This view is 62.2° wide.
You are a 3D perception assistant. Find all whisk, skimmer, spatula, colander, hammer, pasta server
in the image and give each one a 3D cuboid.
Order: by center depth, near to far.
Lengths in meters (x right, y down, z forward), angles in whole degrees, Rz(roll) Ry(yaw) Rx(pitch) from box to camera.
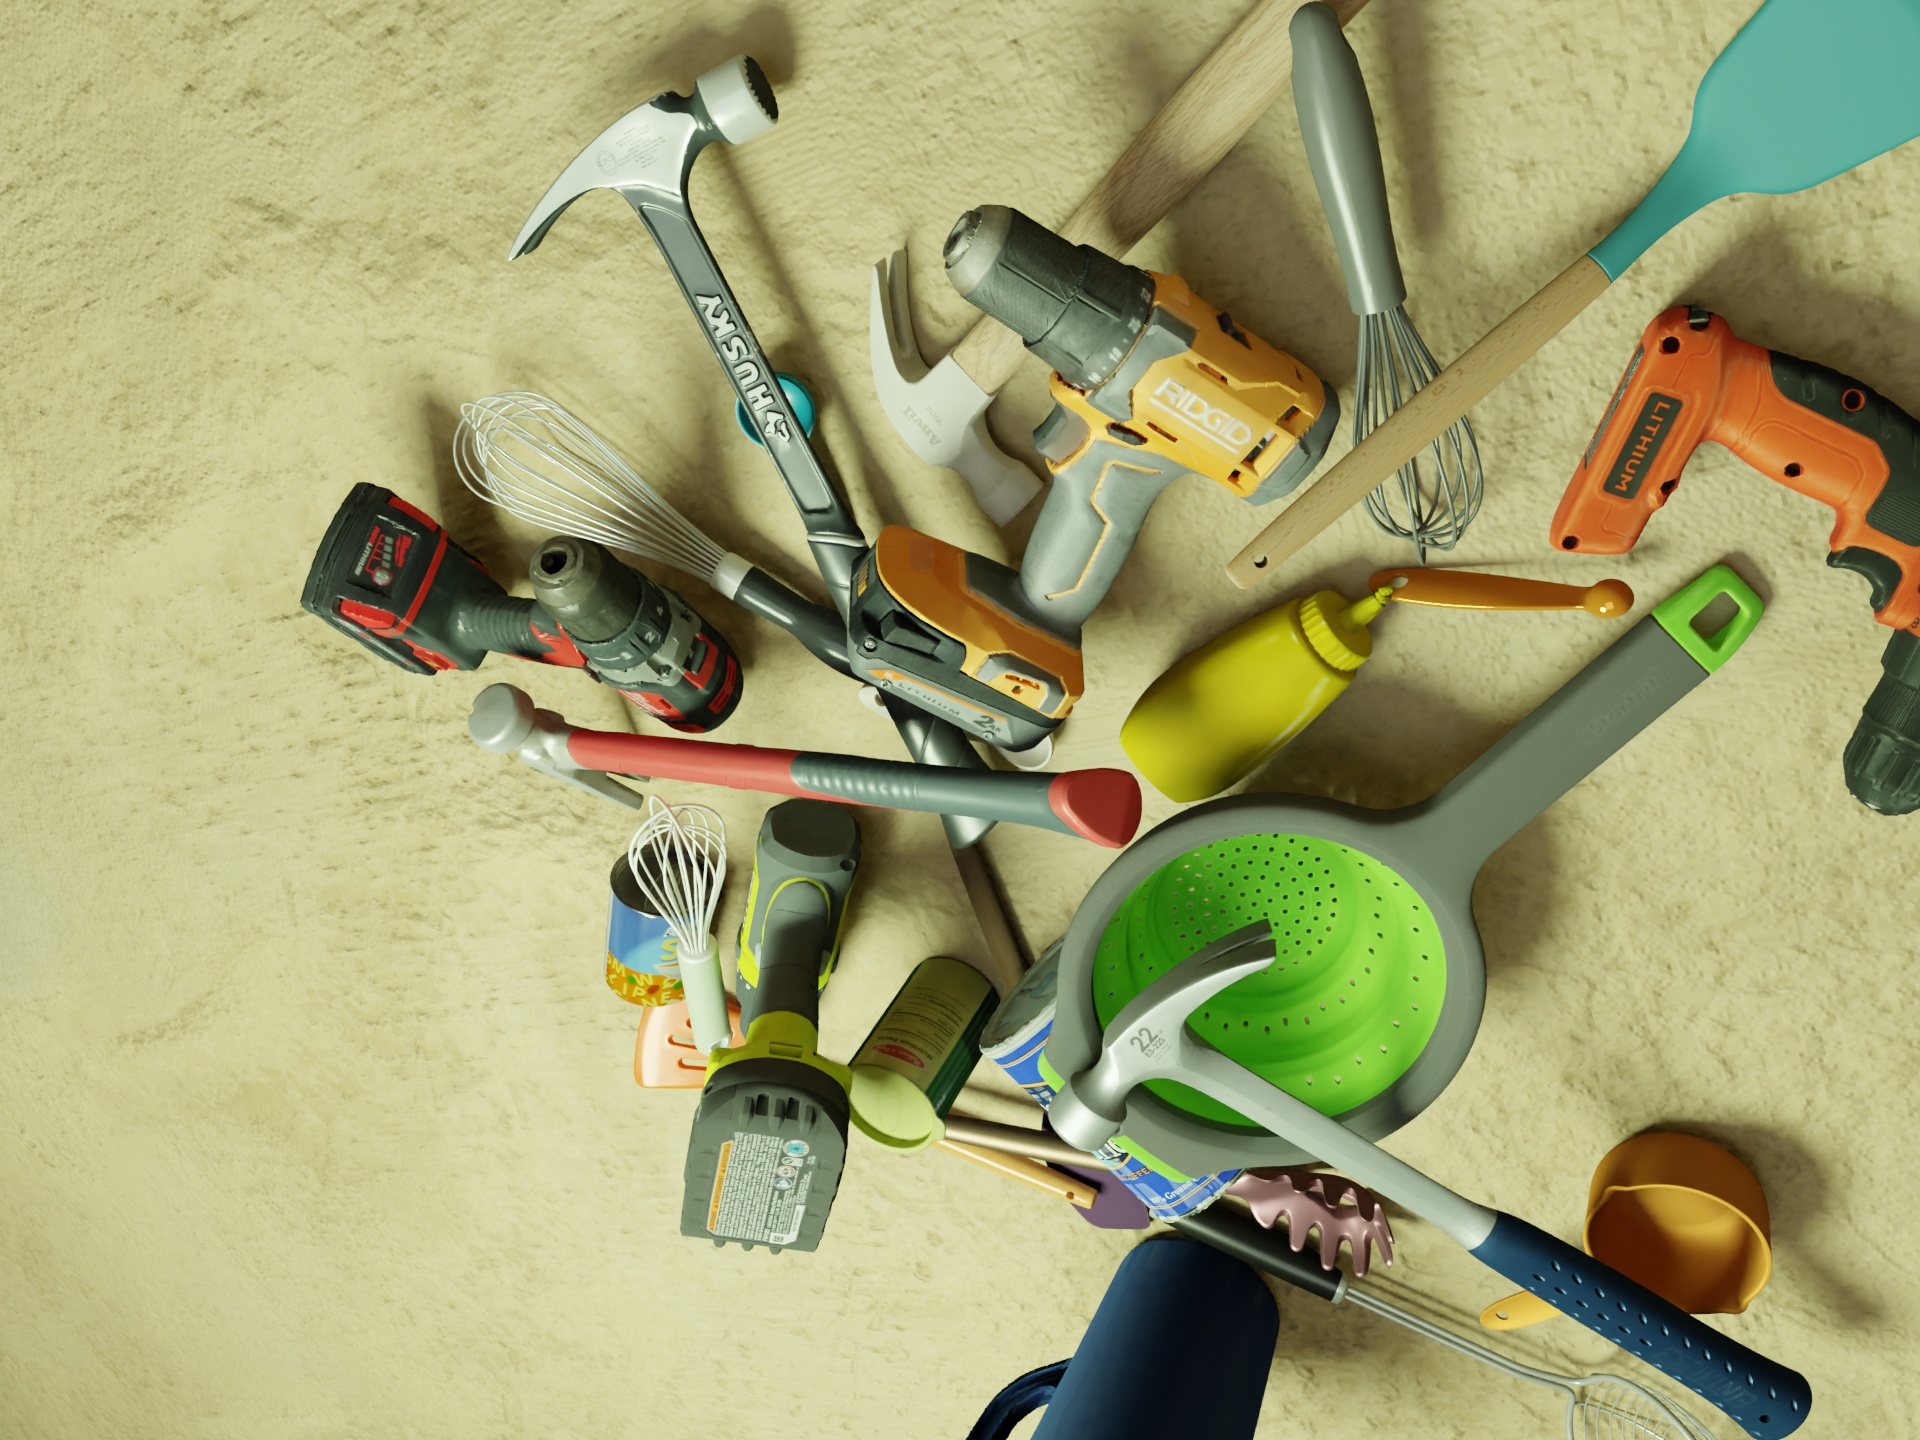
[{"bbox_3d":[0.227,-0.158,0.616,0.317,0.044,0.082,-42,99,15],"label":"spatula"},{"bbox_3d":[0.171,-0.172,0.654,0.055,0.055,0.238,-6,121,29],"label":"whisk"},{"bbox_3d":[0.074,-0.230,0.693,0.130,0.031,0.331,45,127,-4],"label":"hammer"},{"bbox_3d":[0.206,0.061,0.777,0.204,0.094,0.397,41,111,-12],"label":"colander"},{"bbox_3d":[0.250,0.241,0.778,0.405,0.035,0.144,31,113,-8],"label":"hammer"},{"bbox_3d":[-0.077,-0.108,0.810,0.149,0.036,0.408,-21,110,17],"label":"hammer"},{"bbox_3d":[-0.079,0.033,0.847,0.386,0.038,0.143,5,163,31],"label":"hammer"},{"bbox_3d":[-0.153,-0.096,0.876,0.284,0.070,0.070,31,128,0],"label":"whisk"},{"bbox_3d":[0.270,0.380,0.921,0.363,0.090,0.127,22,135,15],"label":"skimmer"},{"bbox_3d":[-0.161,0.131,0.960,0.059,0.058,0.246,47,151,34],"label":"whisk"},{"bbox_3d":[0.102,0.274,0.962,0.316,0.040,0.060,7,128,18],"label":"pasta server"},{"bbox_3d":[0.047,0.192,0.968,0.060,0.018,0.315,-8,115,29],"label":"spatula"},{"bbox_3d":[-0.065,0.255,1.041,0.323,0.041,0.081,18,104,18],"label":"spatula"}]

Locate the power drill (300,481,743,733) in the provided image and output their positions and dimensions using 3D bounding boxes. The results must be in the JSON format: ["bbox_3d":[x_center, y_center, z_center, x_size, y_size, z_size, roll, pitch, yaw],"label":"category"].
[{"bbox_3d":[-0.245,-0.065,0.873,0.227,0.080,0.187,14,165,19],"label":"power drill"}]

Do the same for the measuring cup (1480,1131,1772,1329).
[{"bbox_3d":[0.348,0.279,0.849,0.095,0.052,0.173,43,130,-3],"label":"measuring cup"}]

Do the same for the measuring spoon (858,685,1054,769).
[{"bbox_3d":[-0.001,-0.003,0.881,0.124,0.018,0.034,16,125,26],"label":"measuring spoon"}]

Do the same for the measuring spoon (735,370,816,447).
[{"bbox_3d":[-0.079,-0.128,0.844,0.042,0.021,0.128,-14,121,17],"label":"measuring spoon"}]

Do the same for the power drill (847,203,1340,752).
[{"bbox_3d":[0.031,-0.107,0.717,0.185,0.084,0.226,27,124,-22],"label":"power drill"}]

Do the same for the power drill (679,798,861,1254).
[{"bbox_3d":[-0.105,0.184,0.914,0.080,0.229,0.190,10,126,-7],"label":"power drill"}]

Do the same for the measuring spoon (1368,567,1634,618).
[{"bbox_3d":[0.239,-0.060,0.711,0.117,0.021,0.011,8,148,32],"label":"measuring spoon"}]
